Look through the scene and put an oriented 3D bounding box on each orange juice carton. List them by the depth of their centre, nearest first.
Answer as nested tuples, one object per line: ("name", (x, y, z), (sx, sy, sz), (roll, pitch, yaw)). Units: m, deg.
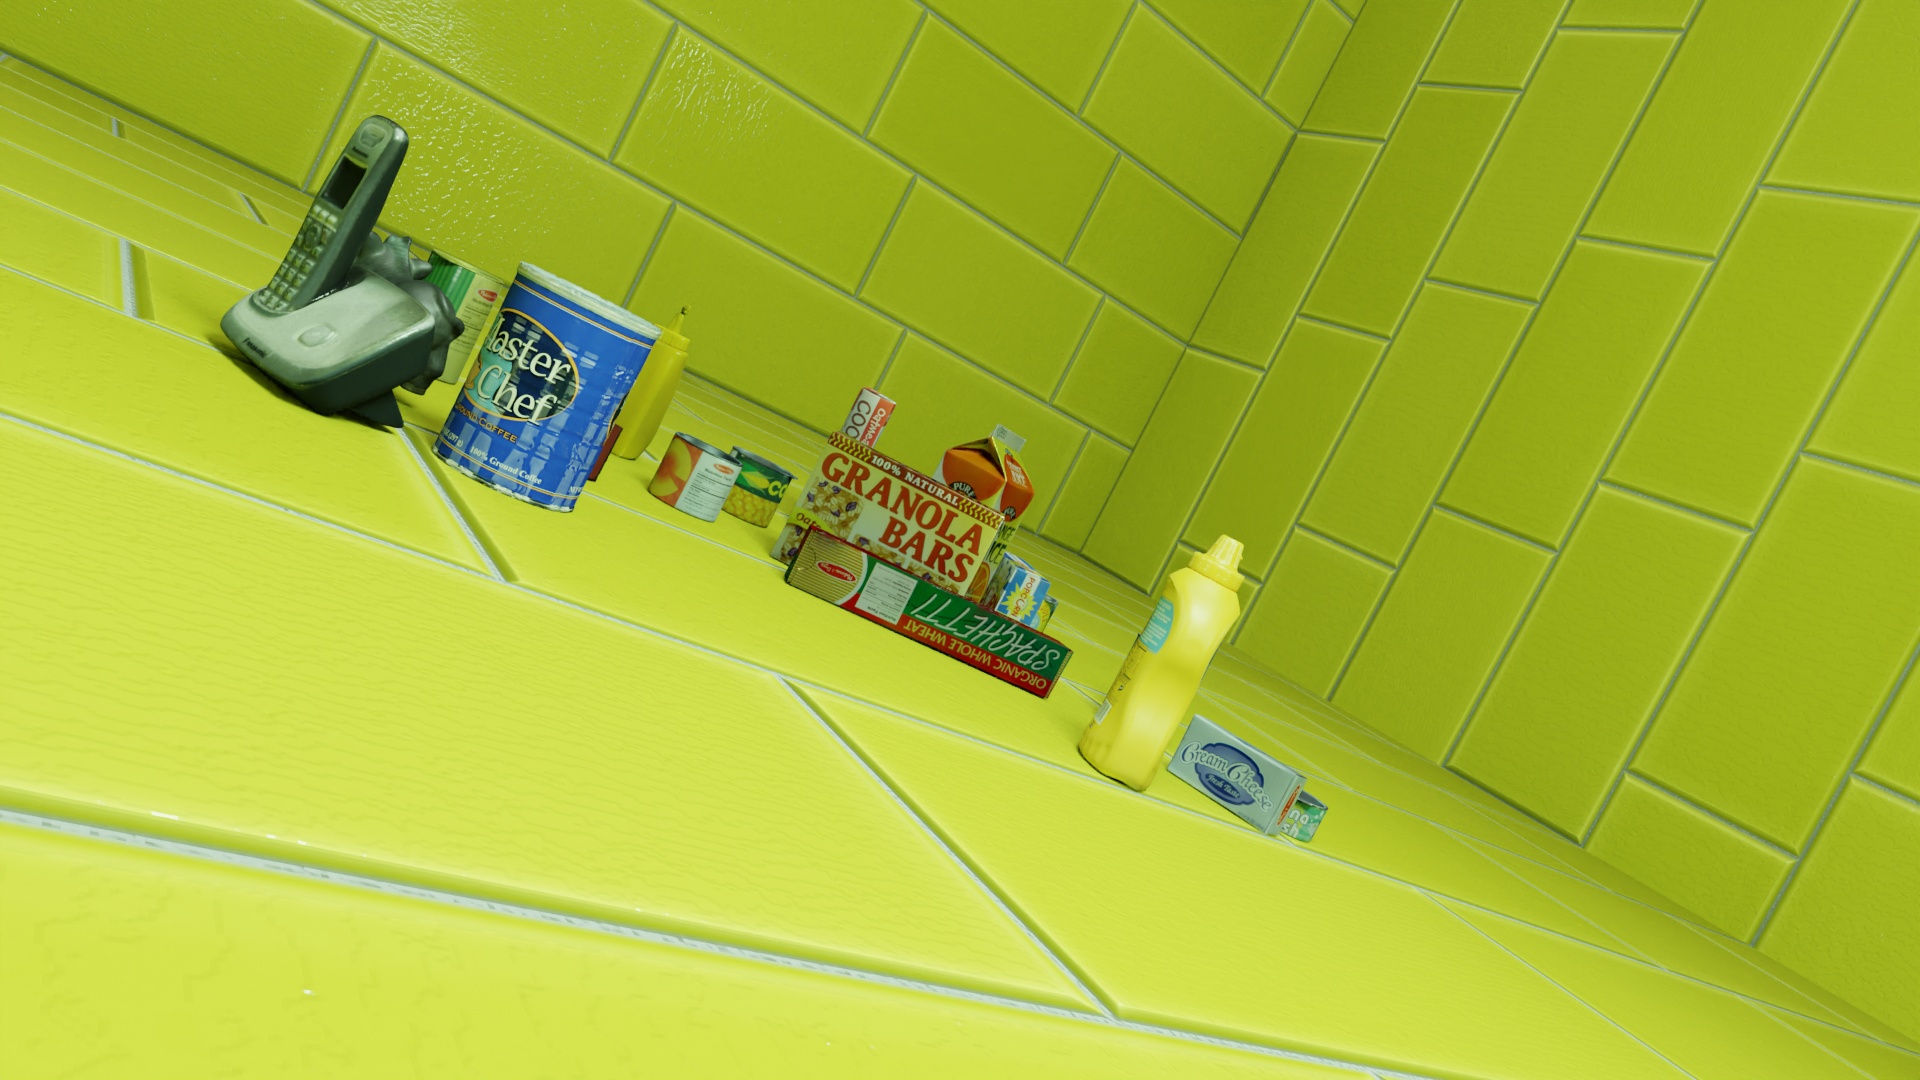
("orange juice carton", (0.005, -0.016, 1.296), (0.073, 0.192, 0.072), (29, 4, 27))

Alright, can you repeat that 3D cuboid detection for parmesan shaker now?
("parmesan shaker", (-0.464, -0.201, 1.245), (0.071, 0.103, 0.071), (27, 4, -2))

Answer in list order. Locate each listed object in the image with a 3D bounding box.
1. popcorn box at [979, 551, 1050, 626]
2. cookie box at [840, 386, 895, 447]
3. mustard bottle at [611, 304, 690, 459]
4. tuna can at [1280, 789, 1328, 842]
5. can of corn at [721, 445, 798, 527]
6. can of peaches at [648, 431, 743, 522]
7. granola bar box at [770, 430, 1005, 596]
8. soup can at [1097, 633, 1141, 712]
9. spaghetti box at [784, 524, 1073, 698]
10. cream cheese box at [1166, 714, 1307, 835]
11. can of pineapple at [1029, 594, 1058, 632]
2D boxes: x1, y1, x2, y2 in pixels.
("popcorn box", (0.040, 0.059, 1.329), (0.038, 0.085, 0.127), (26, 4, -12))
("cookie box", (-0.124, -0.084, 1.499), (0.040, 0.167, 0.123), (27, 4, -4))
("mustard bottle", (-0.301, -0.158, 1.345), (0.049, 0.160, 0.065), (27, 4, 6))
("tuna can", (0.268, 0.220, 1.149), (0.071, 0.033, 0.071), (27, 4, -2))
("can of corn", (-0.202, -0.051, 1.354), (0.071, 0.058, 0.071), (27, 4, -2))
("can of peaches", (-0.234, -0.057, 1.225), (0.071, 0.058, 0.071), (27, 4, -2))
("granola bar box", (-0.062, -0.004, 1.204), (0.165, 0.124, 0.039), (27, 4, 3))
("soup can", (0.168, 0.134, 1.227), (0.071, 0.083, 0.071), (27, 4, -2))
("spaghetti box", (-0.024, 0.061, 1.151), (0.250, 0.050, 0.029), (26, 4, -18))
("cream cheese box", (0.219, 0.187, 1.111), (0.104, 0.053, 0.024), (30, 5, 39))
("can of pineapple", (0.062, 0.076, 1.456), (0.071, 0.058, 0.071), (27, 4, -2))
